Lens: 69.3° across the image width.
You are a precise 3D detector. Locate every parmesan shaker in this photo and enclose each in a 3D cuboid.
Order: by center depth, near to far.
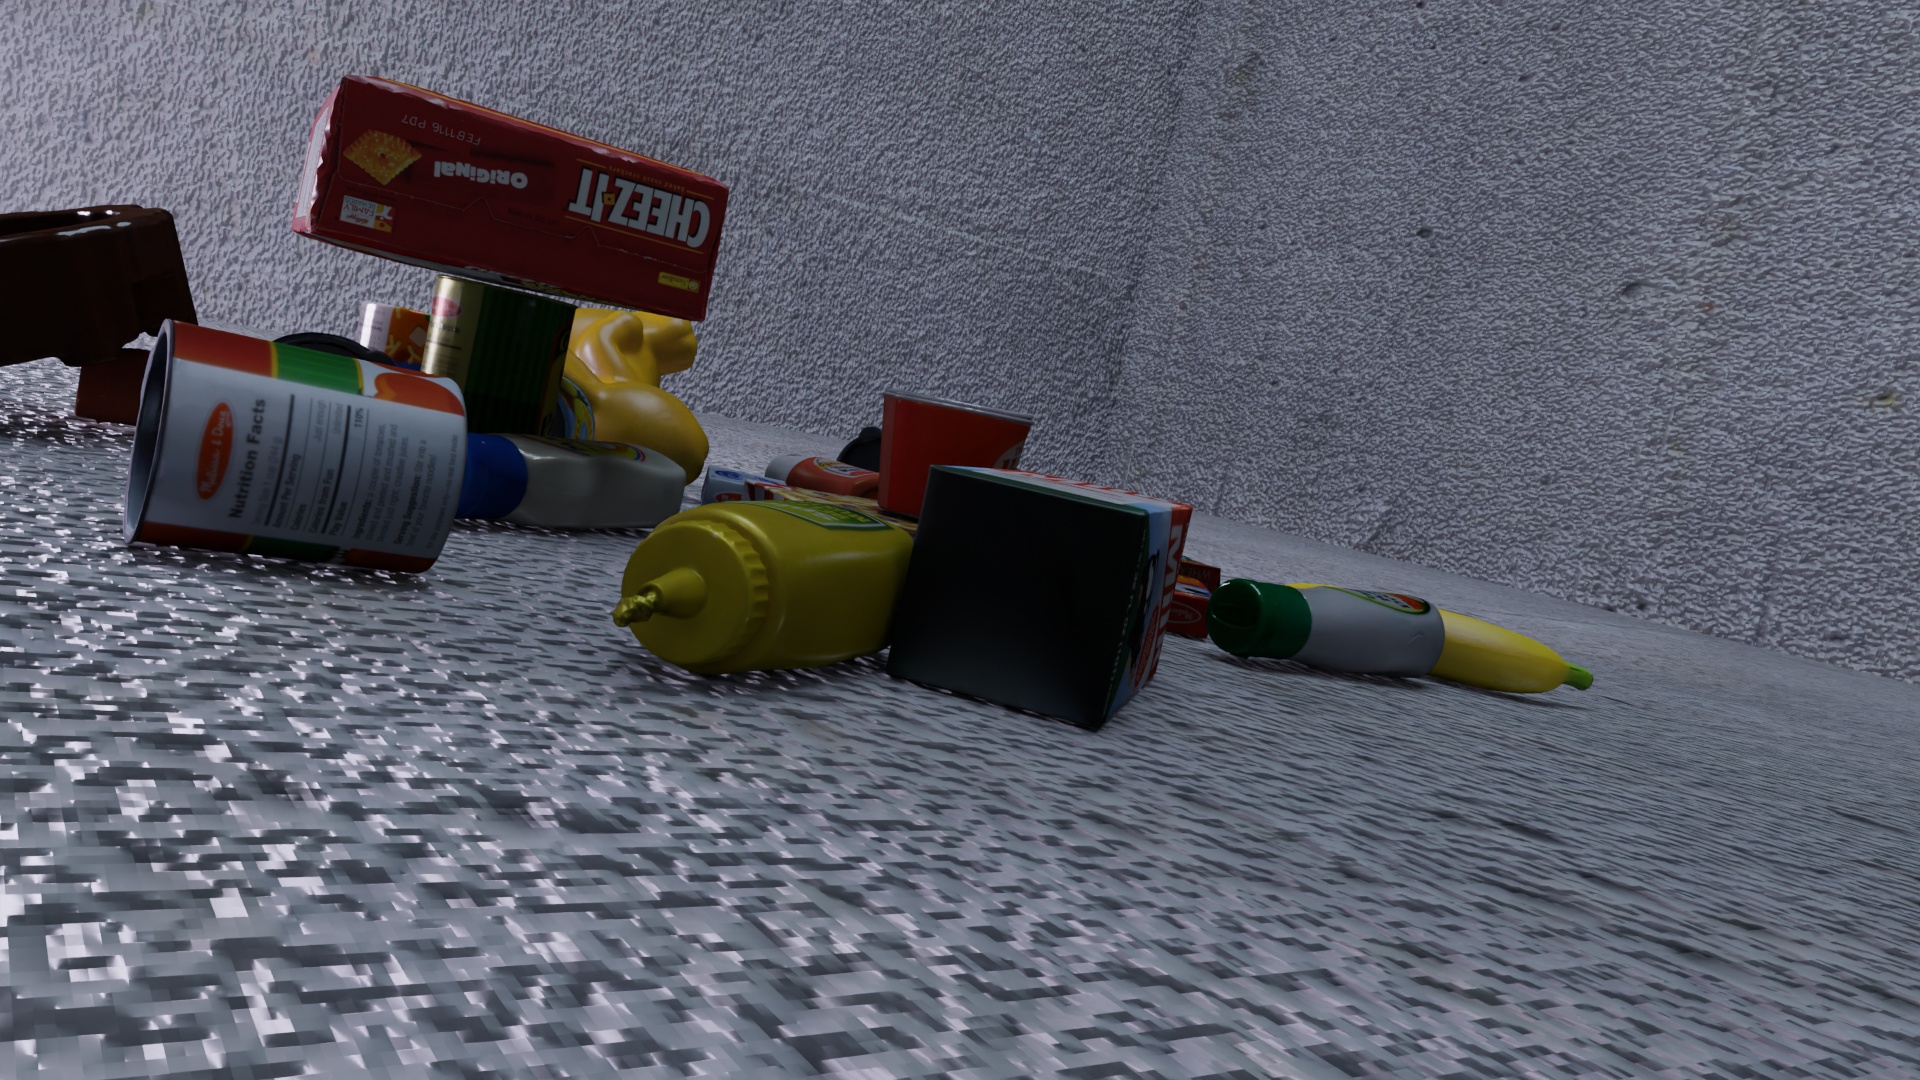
[{"bbox_3d":[-0.232,-0.073,0.681,0.071,0.103,0.071,12,4,-1],"label":"parmesan shaker"}]

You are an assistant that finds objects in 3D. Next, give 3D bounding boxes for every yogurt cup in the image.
[{"bbox_3d":[-0.005,-0.036,0.618,0.072,0.054,0.072,11,5,-1],"label":"yogurt cup"}]

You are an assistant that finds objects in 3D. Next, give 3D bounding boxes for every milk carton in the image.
[{"bbox_3d":[0.041,0.014,0.525,0.073,0.072,0.191,13,6,14],"label":"milk carton"}]

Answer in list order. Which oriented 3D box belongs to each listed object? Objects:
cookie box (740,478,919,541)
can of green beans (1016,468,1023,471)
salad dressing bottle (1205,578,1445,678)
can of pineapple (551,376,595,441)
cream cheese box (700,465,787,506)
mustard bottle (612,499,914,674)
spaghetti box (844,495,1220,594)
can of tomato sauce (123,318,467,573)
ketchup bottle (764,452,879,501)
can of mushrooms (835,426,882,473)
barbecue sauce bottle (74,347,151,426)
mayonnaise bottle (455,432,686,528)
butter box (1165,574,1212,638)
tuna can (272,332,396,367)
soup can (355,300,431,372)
[{"bbox_3d":[-0.007,0.009,0.651,0.167,0.040,0.123,9,5,-29],"label":"cookie box"},{"bbox_3d":[0.004,-0.011,0.769,0.058,0.071,0.071,8,6,-41],"label":"can of green beans"},{"bbox_3d":[0.186,0.044,0.703,0.148,0.044,0.064,8,5,-39],"label":"salad dressing bottle"},{"bbox_3d":[-0.239,-0.062,0.770,0.071,0.071,0.058,12,5,-5],"label":"can of pineapple"},{"bbox_3d":[-0.135,-0.027,0.870,0.053,0.024,0.104,12,5,-12],"label":"cream cheese box"},{"bbox_3d":[-0.060,0.013,0.419,0.065,0.048,0.160,11,4,13],"label":"mustard bottle"},{"bbox_3d":[0.047,0.008,0.872,0.250,0.028,0.050,10,6,-22],"label":"spaghetti box"},{"bbox_3d":[-0.205,-0.027,0.429,0.083,0.071,0.071,10,5,-36],"label":"can of tomato sauce"},{"bbox_3d":[-0.085,-0.031,0.929,0.065,0.043,0.149,9,5,-34],"label":"ketchup bottle"},{"bbox_3d":[-0.055,-0.044,0.989,0.071,0.071,0.033,14,3,27],"label":"can of mushrooms"},{"bbox_3d":[-0.344,-0.065,0.679,0.149,0.043,0.065,8,5,-33],"label":"barbecue sauce bottle"},{"bbox_3d":[-0.187,-0.027,0.630,0.065,0.041,0.148,16,5,19],"label":"mayonnaise bottle"},{"bbox_3d":[0.109,0.032,0.771,0.053,0.024,0.103,12,5,4],"label":"butter box"},{"bbox_3d":[-0.286,-0.062,0.625,0.071,0.071,0.033,10,4,-19],"label":"tuna can"},{"bbox_3d":[-0.331,-0.097,0.839,0.071,0.083,0.071,12,4,-1],"label":"soup can"}]
